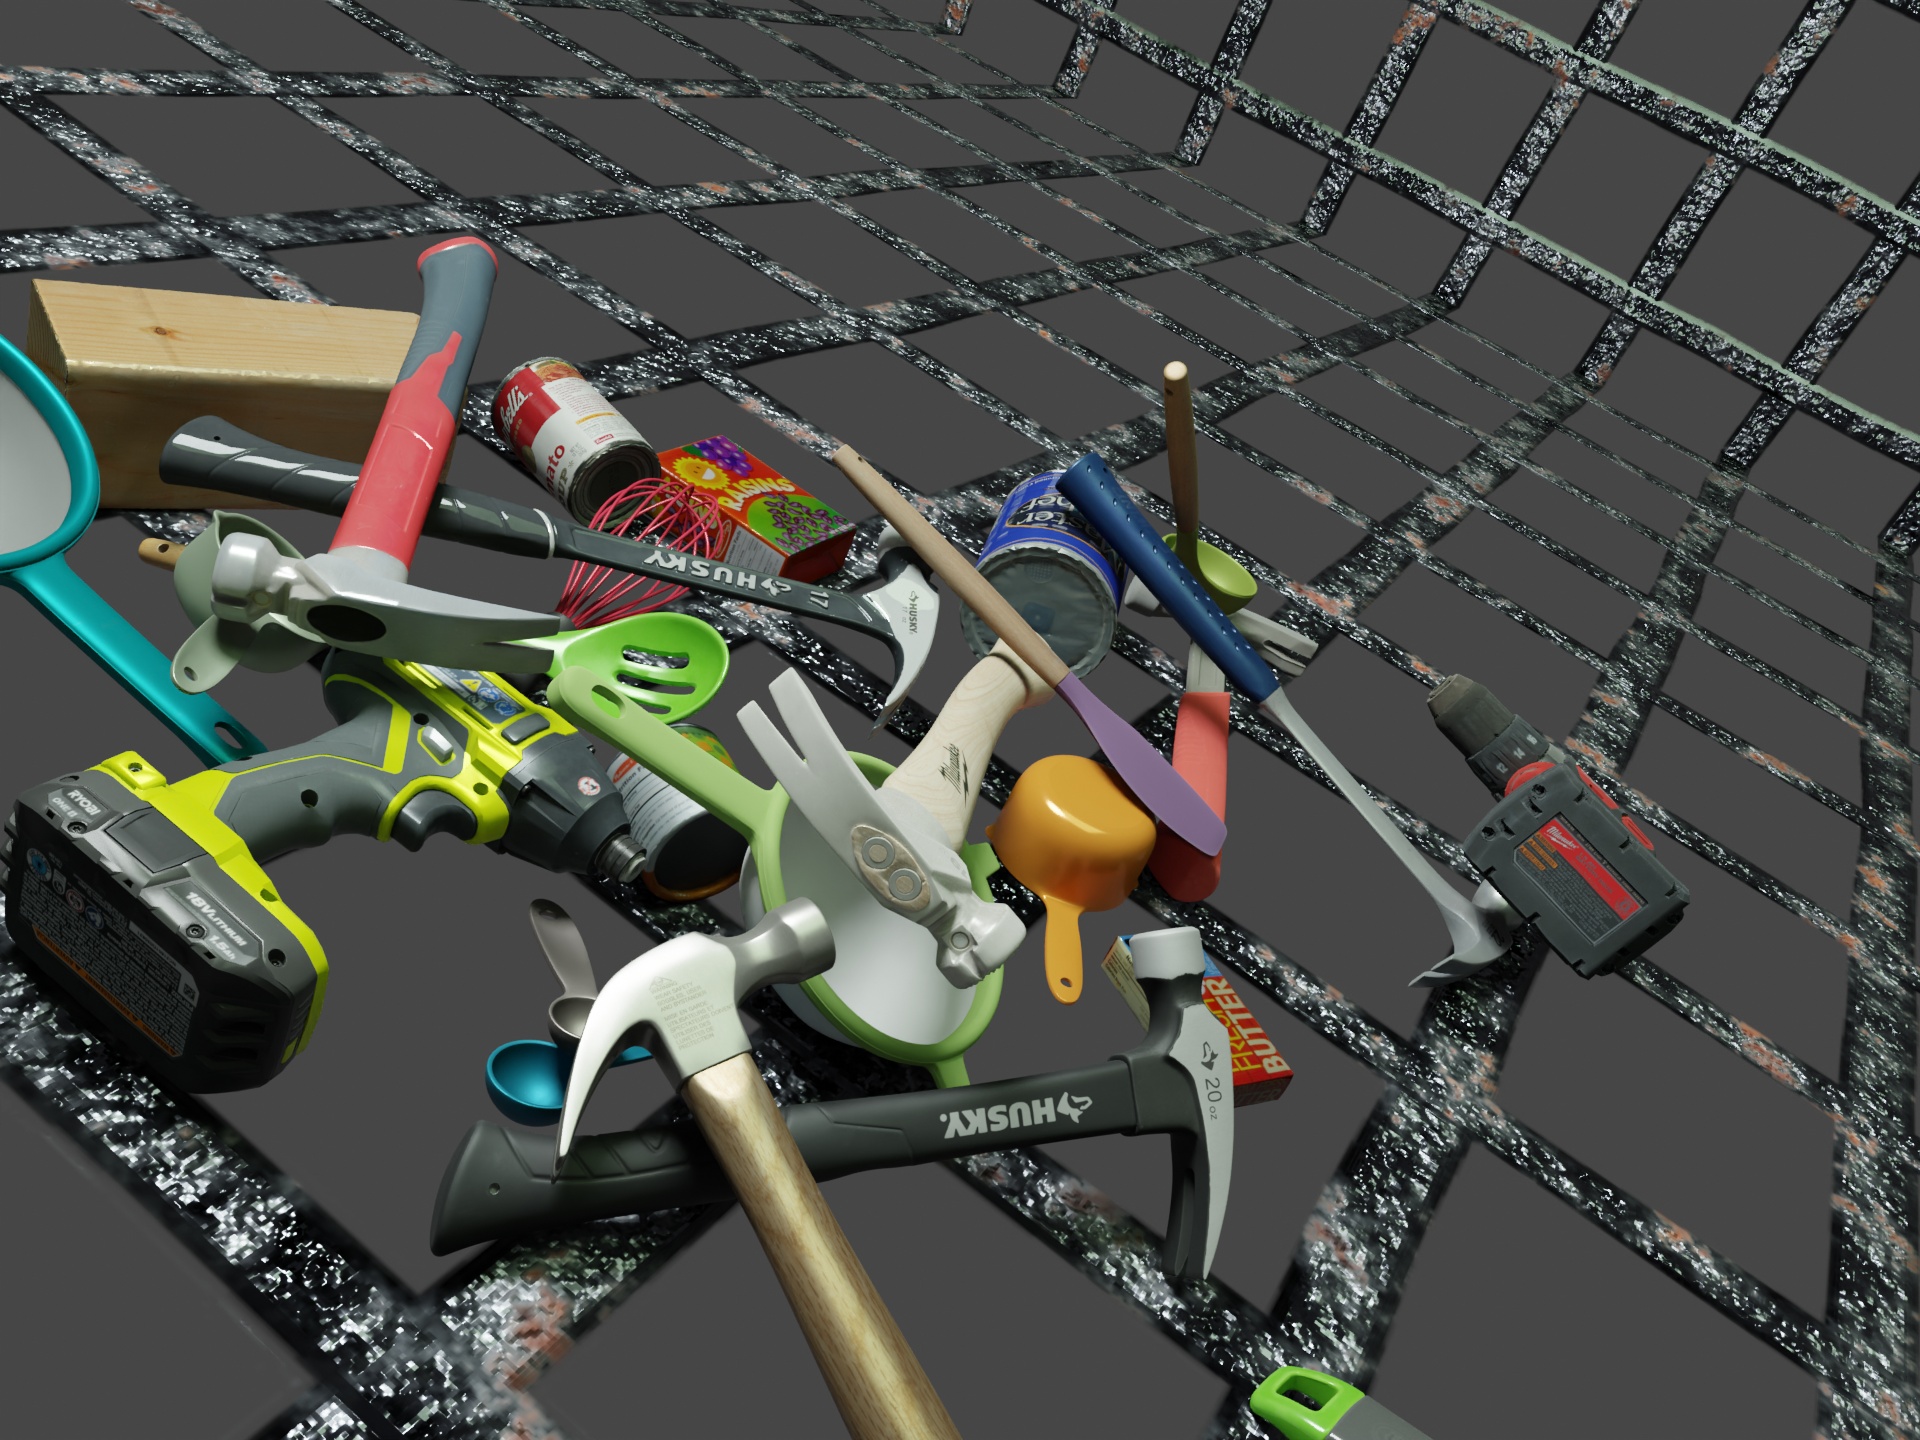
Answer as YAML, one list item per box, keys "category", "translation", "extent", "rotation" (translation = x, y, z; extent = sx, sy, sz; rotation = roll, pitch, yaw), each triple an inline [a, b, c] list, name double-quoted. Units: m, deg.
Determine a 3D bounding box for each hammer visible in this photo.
- category: "hammer"
  translation: [-0.205, -0.090, 0.851]
  extent: [0.408, 0.036, 0.149]
  rotation: [12, 48, -16]
- category: "hammer"
  translation: [-0.001, -0.003, 0.821]
  extent: [0.146, 0.038, 0.411]
  rotation: [50, 17, -5]
- category: "hammer"
  translation: [0.200, -0.006, 1.000]
  extent: [0.405, 0.035, 0.144]
  rotation: [50, 36, 7]
- category: "hammer"
  translation: [-0.037, 0.171, 0.634]
  extent: [0.334, 0.035, 0.146]
  rotation: [-2, 78, -24]
- category: "hammer"
  translation: [0.171, 0.007, 1.064]
  extent: [0.149, 0.036, 0.359]
  rotation: [23, 31, -3]
- category: "hammer"
  translation: [-0.266, -0.158, 0.832]
  extent: [0.143, 0.038, 0.387]
  rotation: [11, 36, -16]
- category: "hammer"
  translation: [-0.035, 0.219, 0.542]
  extent: [0.130, 0.031, 0.332]
  rotation: [-20, 64, -29]

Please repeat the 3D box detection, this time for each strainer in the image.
- category: "strainer"
  translation: [-0.090, 0.065, 0.710]
  extent: [0.256, 0.069, 0.152]
  rotation: [38, 38, -27]
- category: "strainer"
  translation: [-0.460, -0.070, 0.706]
  extent: [0.340, 0.095, 0.211]
  rotation: [44, 22, -8]

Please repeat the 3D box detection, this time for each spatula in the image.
- category: "spatula"
  translation: [0.039, -0.041, 0.909]
  extent: [0.316, 0.018, 0.060]
  rotation: [46, 29, 1]

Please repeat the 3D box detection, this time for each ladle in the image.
- category: "ladle"
  translation: [0.154, -0.148, 1.031]
  extent: [0.078, 0.062, 0.320]
  rotation: [41, -9, 21]

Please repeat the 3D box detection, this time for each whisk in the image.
- category: "whisk"
  translation: [-0.213, -0.059, 0.881]
  extent: [0.073, 0.073, 0.296]
  rotation: [27, 38, 3]

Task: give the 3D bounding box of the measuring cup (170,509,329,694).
- category: "measuring cup"
  translation: [-0.332, -0.039, 0.715]
  extent: [0.083, 0.038, 0.168]
  rotation: [51, 11, -22]

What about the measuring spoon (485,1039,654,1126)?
- category: "measuring spoon"
  translation: [-0.143, 0.144, 0.664]
  extent: [0.042, 0.021, 0.128]
  rotation: [34, 22, 29]

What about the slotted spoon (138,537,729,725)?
- category: "slotted spoon"
  translation: [-0.267, -0.051, 0.801]
  extent: [0.314, 0.031, 0.070]
  rotation: [14, 60, 5]

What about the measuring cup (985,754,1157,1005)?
- category: "measuring cup"
  translation: [0.065, 0.081, 0.862]
  extent: [0.095, 0.052, 0.174]
  rotation: [20, 30, -8]

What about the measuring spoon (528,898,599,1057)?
- category: "measuring spoon"
  translation: [-0.168, 0.110, 0.678]
  extent: [0.034, 0.018, 0.124]
  rotation: [12, 16, -29]

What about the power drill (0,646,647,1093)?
- category: "power drill"
  translation: [-0.250, 0.047, 0.661]
  extent: [0.171, 0.080, 0.223]
  rotation: [36, 34, 10]

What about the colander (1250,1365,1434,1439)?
- category: "colander"
  translation: [0.268, 0.373, 0.555]
  extent: [0.397, 0.094, 0.204]
  rotation: [25, 26, 36]

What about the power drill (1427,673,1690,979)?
- category: "power drill"
  translation: [0.376, 0.057, 1.031]
  extent: [0.188, 0.080, 0.226]
  rotation: [47, 19, 5]
